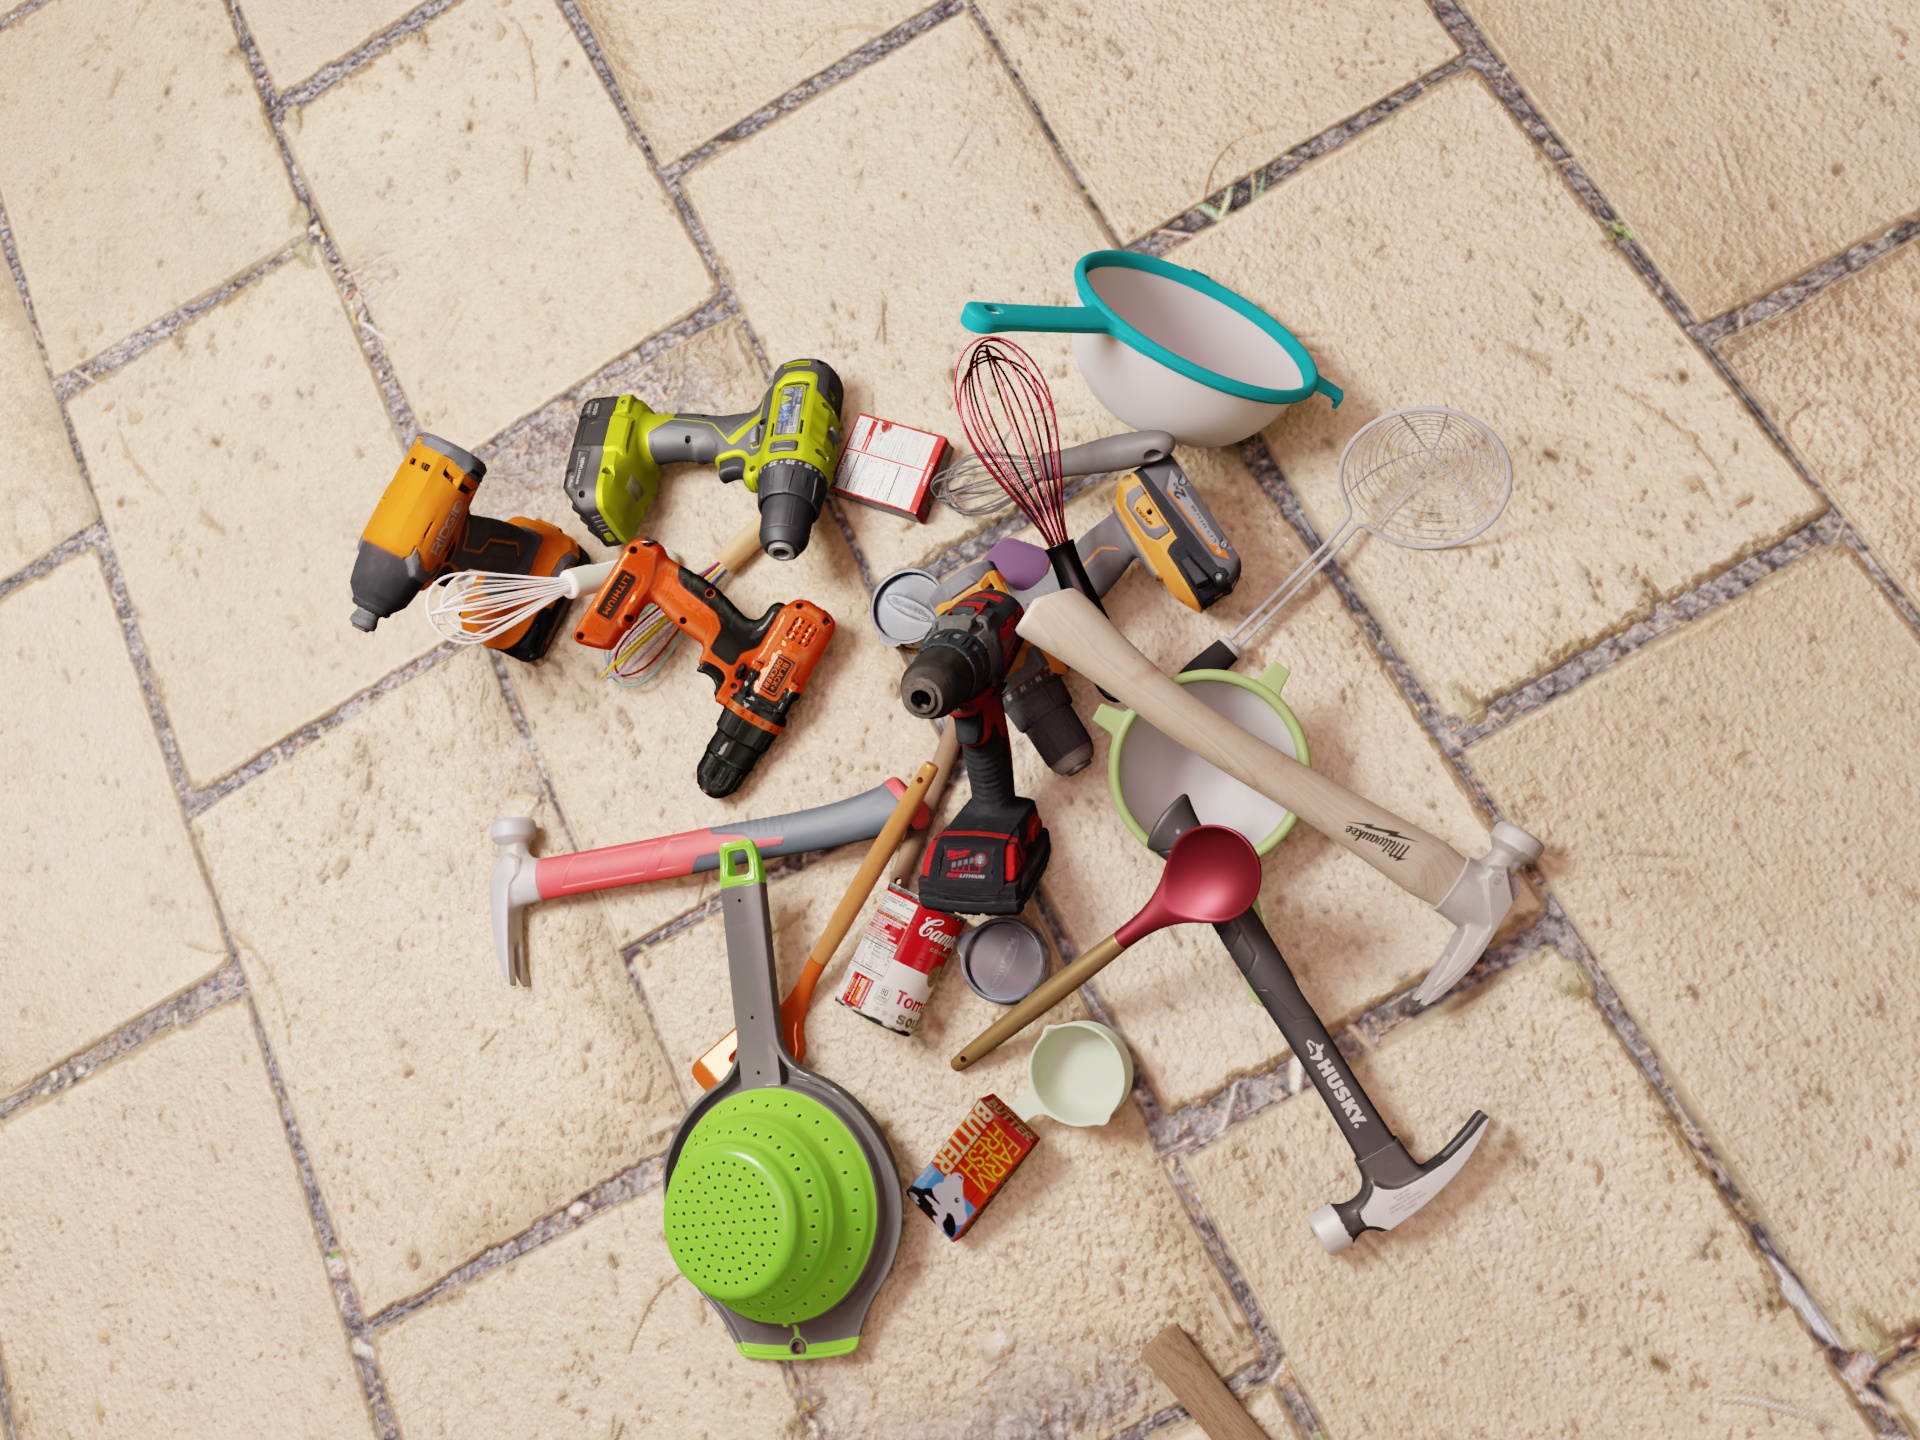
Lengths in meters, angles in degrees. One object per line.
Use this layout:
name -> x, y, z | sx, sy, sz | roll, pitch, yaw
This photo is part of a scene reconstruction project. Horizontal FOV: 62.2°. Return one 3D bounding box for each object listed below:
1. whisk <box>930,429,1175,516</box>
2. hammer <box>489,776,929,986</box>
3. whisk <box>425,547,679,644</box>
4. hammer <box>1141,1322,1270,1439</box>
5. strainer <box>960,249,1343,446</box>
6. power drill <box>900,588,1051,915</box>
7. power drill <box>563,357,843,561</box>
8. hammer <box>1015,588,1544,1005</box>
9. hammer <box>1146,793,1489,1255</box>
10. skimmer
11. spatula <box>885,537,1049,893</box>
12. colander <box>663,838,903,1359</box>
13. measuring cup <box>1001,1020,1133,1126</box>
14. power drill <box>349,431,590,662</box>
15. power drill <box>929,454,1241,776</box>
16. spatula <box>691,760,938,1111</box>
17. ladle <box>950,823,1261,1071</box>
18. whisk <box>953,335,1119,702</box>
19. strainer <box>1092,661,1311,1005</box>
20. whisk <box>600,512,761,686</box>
whisk -> 0.071, -0.201, 1.277 | 0.239, 0.055, 0.055 | -5, 73, 41
hammer -> -0.210, 0.122, 1.305 | 0.386, 0.038, 0.143 | -11, 76, 15
whisk -> -0.334, -0.112, 1.326 | 0.058, 0.246, 0.059 | -18, 92, 44
hammer -> 0.247, 0.556, 1.086 | 0.130, 0.031, 0.331 | -42, 69, 1
strainer -> 0.121, -0.272, 1.224 | 0.211, 0.340, 0.095 | 51, 132, 31
power drill -> 0.006, 0.030, 1.169 | 0.080, 0.188, 0.226 | 1, 110, 17
power drill -> -0.217, -0.214, 1.367 | 0.228, 0.080, 0.191 | -3, 59, 15
hammer -> 0.214, 0.041, 1.157 | 0.410, 0.038, 0.146 | 33, 88, 0
hammer -> 0.239, 0.201, 1.144 | 0.146, 0.035, 0.335 | -32, 83, 4
skimmer -> 0.260, -0.093, 1.222 | 0.363, 0.090, 0.127 | -45, 109, 3
spatula -> -0.002, -0.004, 1.305 | 0.060, 0.018, 0.316 | 18, 80, 10
colander -> -0.164, 0.287, 1.201 | 0.204, 0.094, 0.397 | -11, 80, 20
measuring cup -> 0.060, 0.289, 1.209 | 0.167, 0.038, 0.083 | -39, 73, 20
power drill -> -0.417, -0.125, 1.334 | 0.084, 0.226, 0.164 | 24, 83, 19
power drill -> 0.113, -0.081, 1.260 | 0.226, 0.084, 0.185 | -33, 82, 7
spatula -> -0.104, 0.170, 1.251 | 0.081, 0.041, 0.322 | 34, 103, 20
ladle -> 0.100, 0.176, 1.166 | 0.315, 0.031, 0.069 | -42, 74, 27
whisk -> 0.068, -0.151, 1.205 | 0.073, 0.073, 0.296 | -22, 92, 8
strainer -> 0.200, 0.088, 1.213 | 0.151, 0.069, 0.256 | -14, 90, 2
whisk -> -0.221, -0.119, 1.380 | 0.245, 0.047, 0.051 | -44, 68, -3
